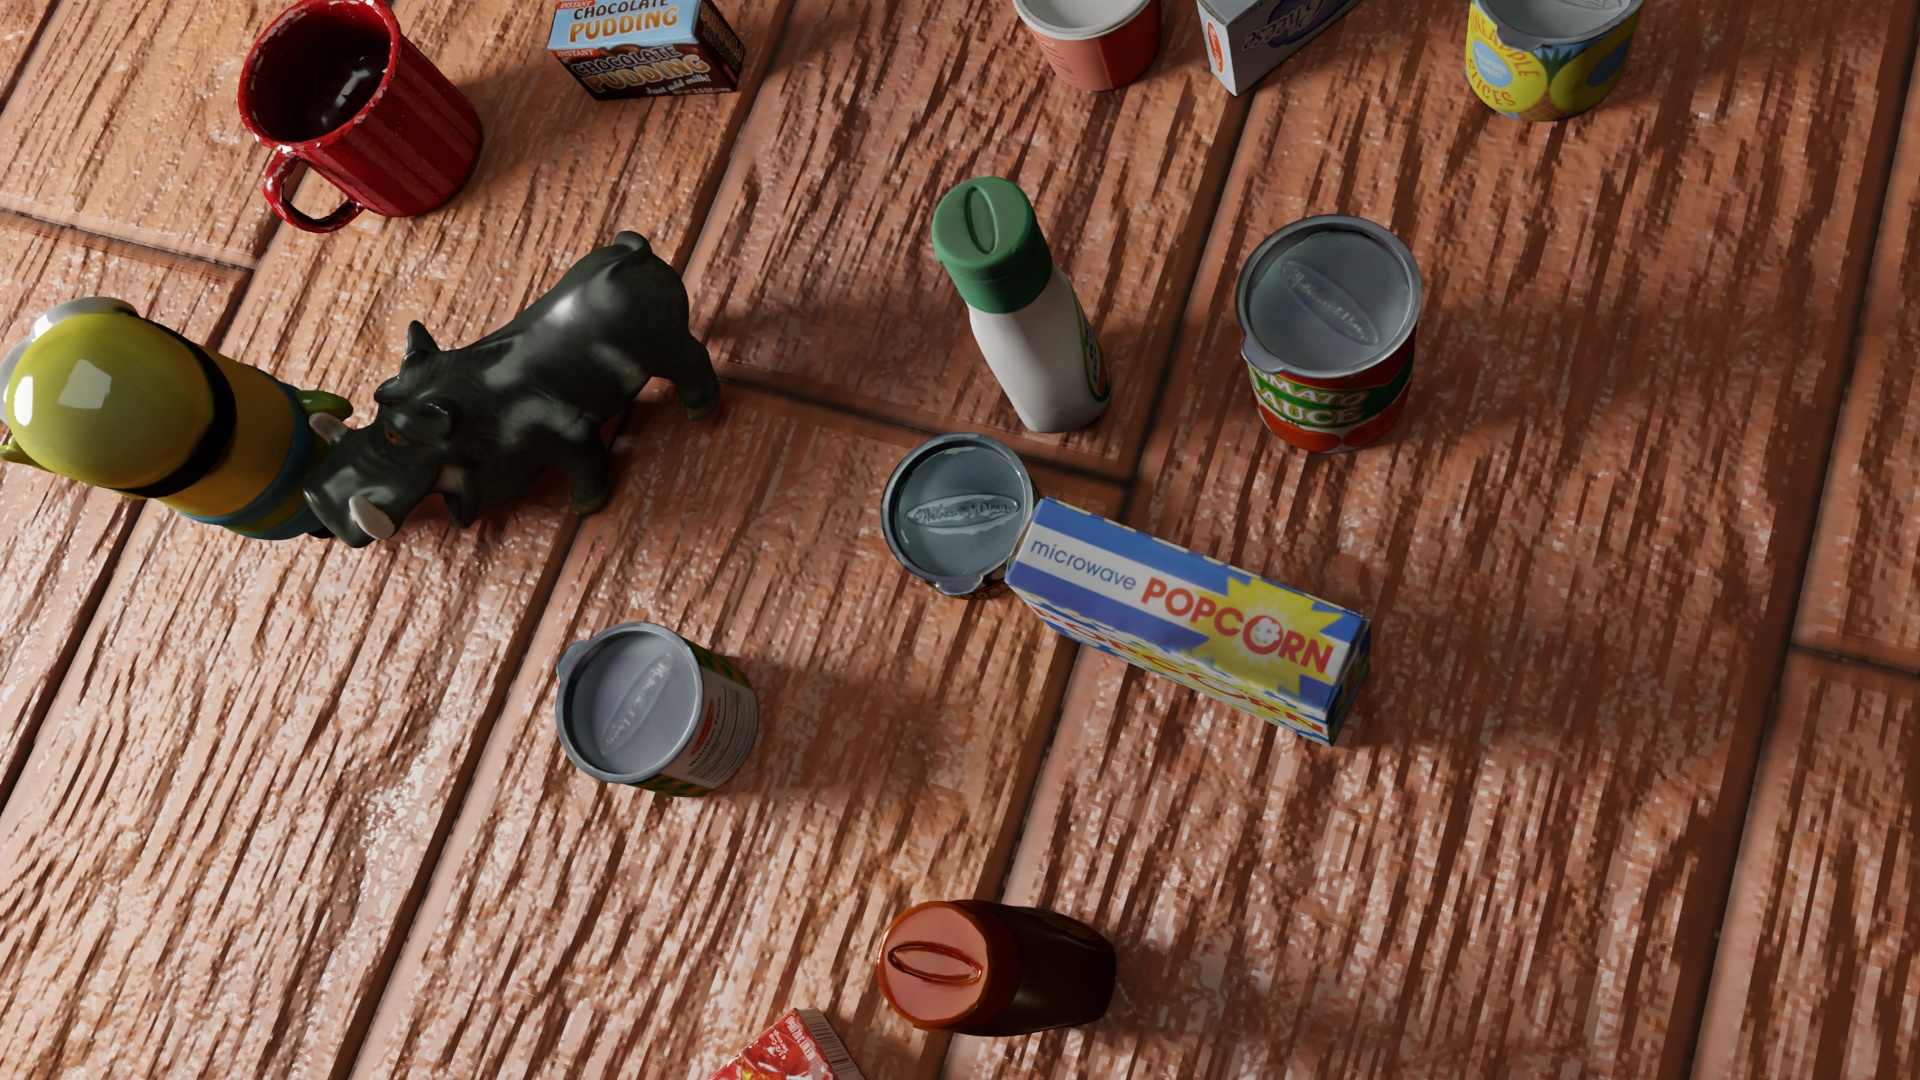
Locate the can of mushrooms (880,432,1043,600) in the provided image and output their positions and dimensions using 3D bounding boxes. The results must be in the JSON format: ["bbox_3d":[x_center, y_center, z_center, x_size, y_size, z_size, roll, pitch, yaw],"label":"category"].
[{"bbox_3d":[0.002,-0.007,0.588,0.071,0.033,0.071,-5,72,14],"label":"can of mushrooms"}]

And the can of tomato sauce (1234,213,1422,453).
[{"bbox_3d":[0.143,-0.076,0.544,0.071,0.083,0.071,-5,72,14],"label":"can of tomato sauce"}]

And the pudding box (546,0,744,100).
[{"bbox_3d":[-0.158,-0.250,0.702,0.084,0.049,0.030,2,74,16],"label":"pudding box"}]

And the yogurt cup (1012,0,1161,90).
[{"bbox_3d":[0.062,-0.244,0.636,0.072,0.054,0.072,-5,72,14],"label":"yogurt cup"}]

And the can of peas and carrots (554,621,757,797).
[{"bbox_3d":[-0.128,0.071,0.586,0.071,0.058,0.071,-5,72,14],"label":"can of peas and carrots"}]

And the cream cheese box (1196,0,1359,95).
[{"bbox_3d":[0.153,-0.248,0.612,0.104,0.053,0.024,-38,67,2],"label":"cream cheese box"}]

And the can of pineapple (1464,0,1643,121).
[{"bbox_3d":[0.243,-0.215,0.574,0.071,0.057,0.071,-5,72,14],"label":"can of pineapple"}]

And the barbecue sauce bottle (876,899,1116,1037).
[{"bbox_3d":[0.011,0.145,0.474,0.065,0.148,0.044,7,76,18],"label":"barbecue sauce bottle"}]

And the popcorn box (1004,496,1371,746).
[{"bbox_3d":[0.087,0.031,0.524,0.127,0.085,0.038,22,80,21],"label":"popcorn box"}]

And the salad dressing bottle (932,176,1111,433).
[{"bbox_3d":[0.026,-0.089,0.546,0.044,0.147,0.064,-16,70,11],"label":"salad dressing bottle"}]
